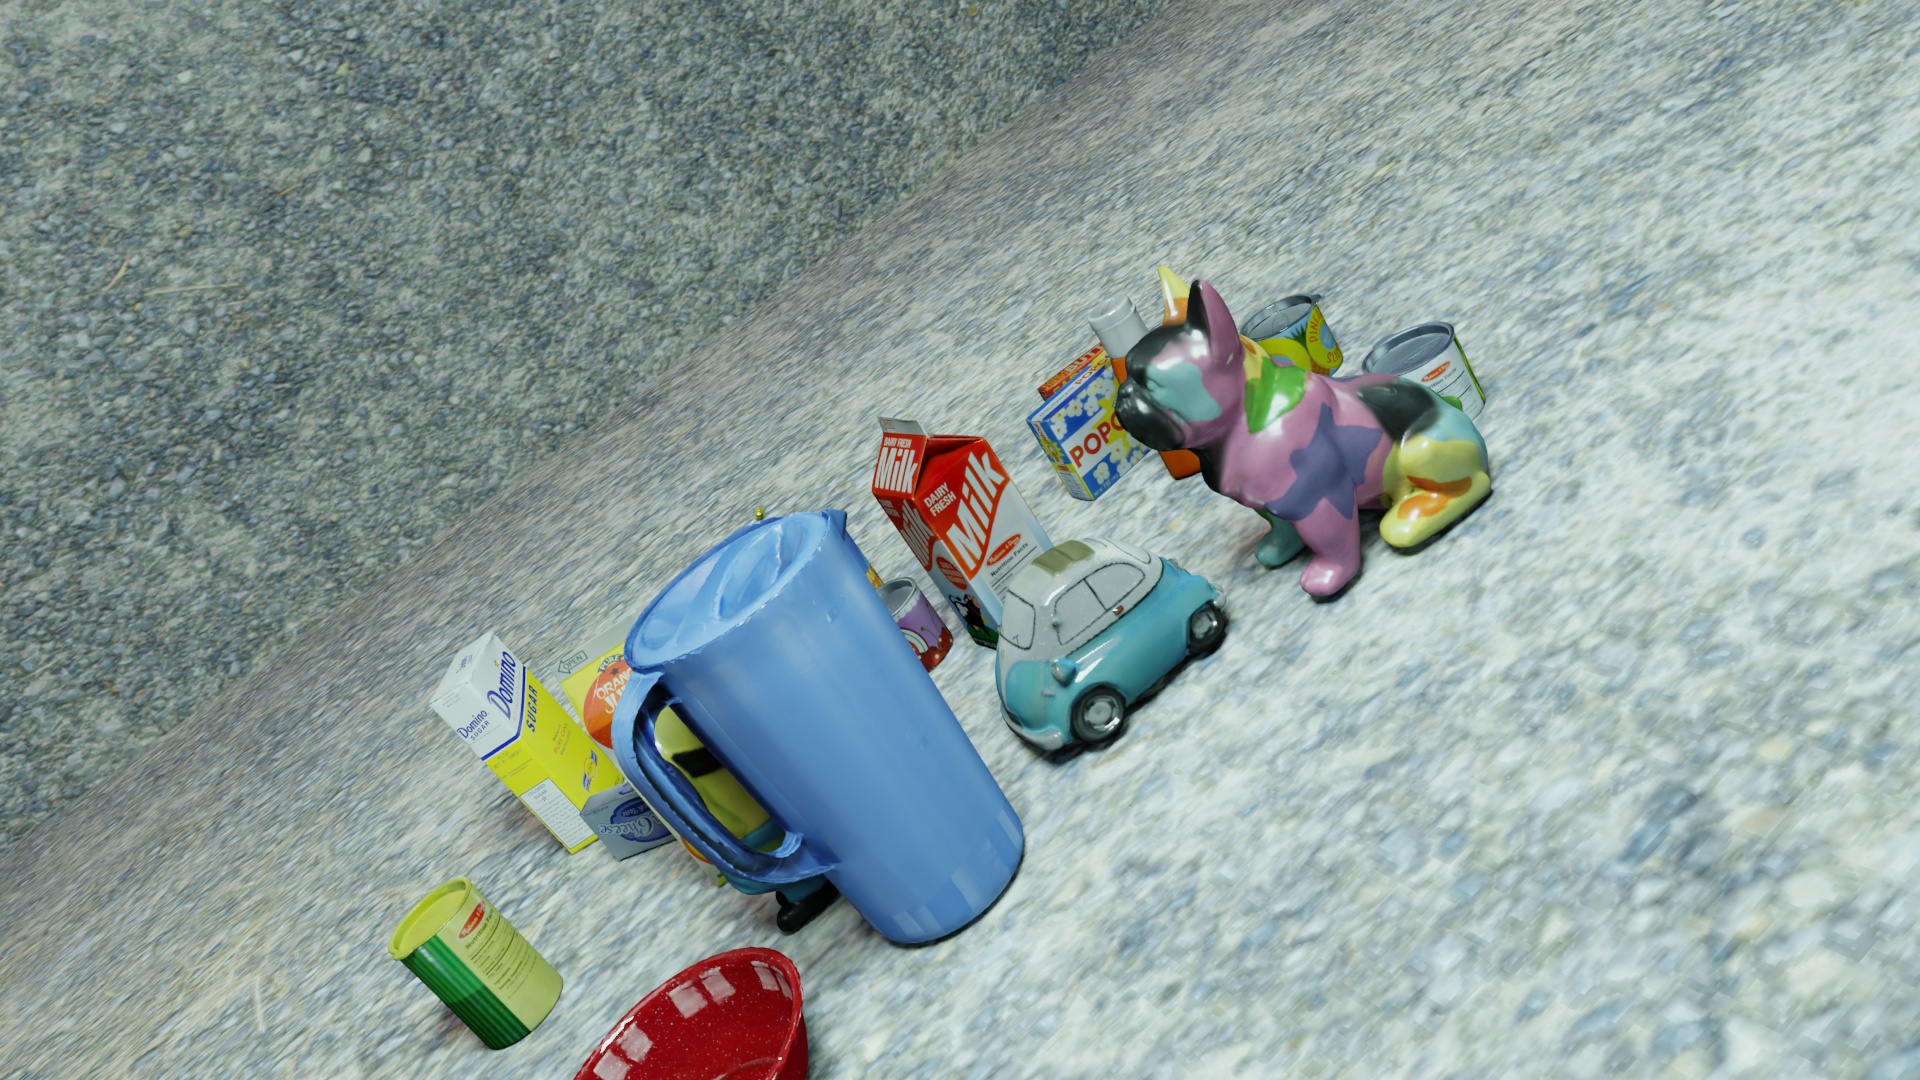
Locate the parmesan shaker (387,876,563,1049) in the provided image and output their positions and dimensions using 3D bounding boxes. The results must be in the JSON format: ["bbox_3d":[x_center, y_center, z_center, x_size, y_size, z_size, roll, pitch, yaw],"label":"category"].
[{"bbox_3d":[-0.334,0.294,0.955,0.071,0.103,0.071,-28,22,13],"label":"parmesan shaker"}]

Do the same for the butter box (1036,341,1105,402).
[{"bbox_3d":[0.128,-0.151,1.314,0.103,0.053,0.024,-36,22,-7],"label":"butter box"}]

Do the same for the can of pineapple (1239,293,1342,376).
[{"bbox_3d":[0.270,-0.159,1.127,0.071,0.057,0.071,-28,22,13],"label":"can of pineapple"}]

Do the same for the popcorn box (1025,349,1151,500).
[{"bbox_3d":[0.126,-0.105,1.179,0.127,0.085,0.038,-42,23,-19],"label":"popcorn box"}]

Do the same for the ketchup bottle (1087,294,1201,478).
[{"bbox_3d":[0.152,-0.123,1.095,0.043,0.148,0.065,-22,24,27],"label":"ketchup bottle"}]

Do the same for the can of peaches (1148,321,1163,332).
[{"bbox_3d":[0.195,-0.160,1.234,0.071,0.058,0.071,-28,22,13],"label":"can of peaches"}]

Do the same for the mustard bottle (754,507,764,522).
[{"bbox_3d":[-0.123,0.040,1.118,0.065,0.160,0.049,-9,32,47],"label":"mustard bottle"}]

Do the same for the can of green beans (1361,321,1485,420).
[{"bbox_3d":[0.319,-0.108,0.956,0.071,0.057,0.071,-28,22,13],"label":"can of green beans"}]

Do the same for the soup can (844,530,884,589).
[{"bbox_3d":[-0.113,0.028,1.231,0.071,0.083,0.071,-28,22,13],"label":"soup can"}]

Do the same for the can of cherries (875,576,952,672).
[{"bbox_3d":[-0.048,0.073,1.083,0.071,0.058,0.072,-28,22,13],"label":"can of cherries"}]

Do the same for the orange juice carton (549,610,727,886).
[{"bbox_3d":[-0.199,0.140,0.970,0.072,0.192,0.073,-35,22,-4],"label":"orange juice carton"}]

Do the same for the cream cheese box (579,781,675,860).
[{"bbox_3d":[-0.236,0.207,1.068,0.103,0.053,0.024,-24,23,22],"label":"cream cheese box"}]

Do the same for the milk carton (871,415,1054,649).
[{"bbox_3d":[0.004,-0.013,1.012,0.074,0.190,0.072,-41,23,-19],"label":"milk carton"}]
